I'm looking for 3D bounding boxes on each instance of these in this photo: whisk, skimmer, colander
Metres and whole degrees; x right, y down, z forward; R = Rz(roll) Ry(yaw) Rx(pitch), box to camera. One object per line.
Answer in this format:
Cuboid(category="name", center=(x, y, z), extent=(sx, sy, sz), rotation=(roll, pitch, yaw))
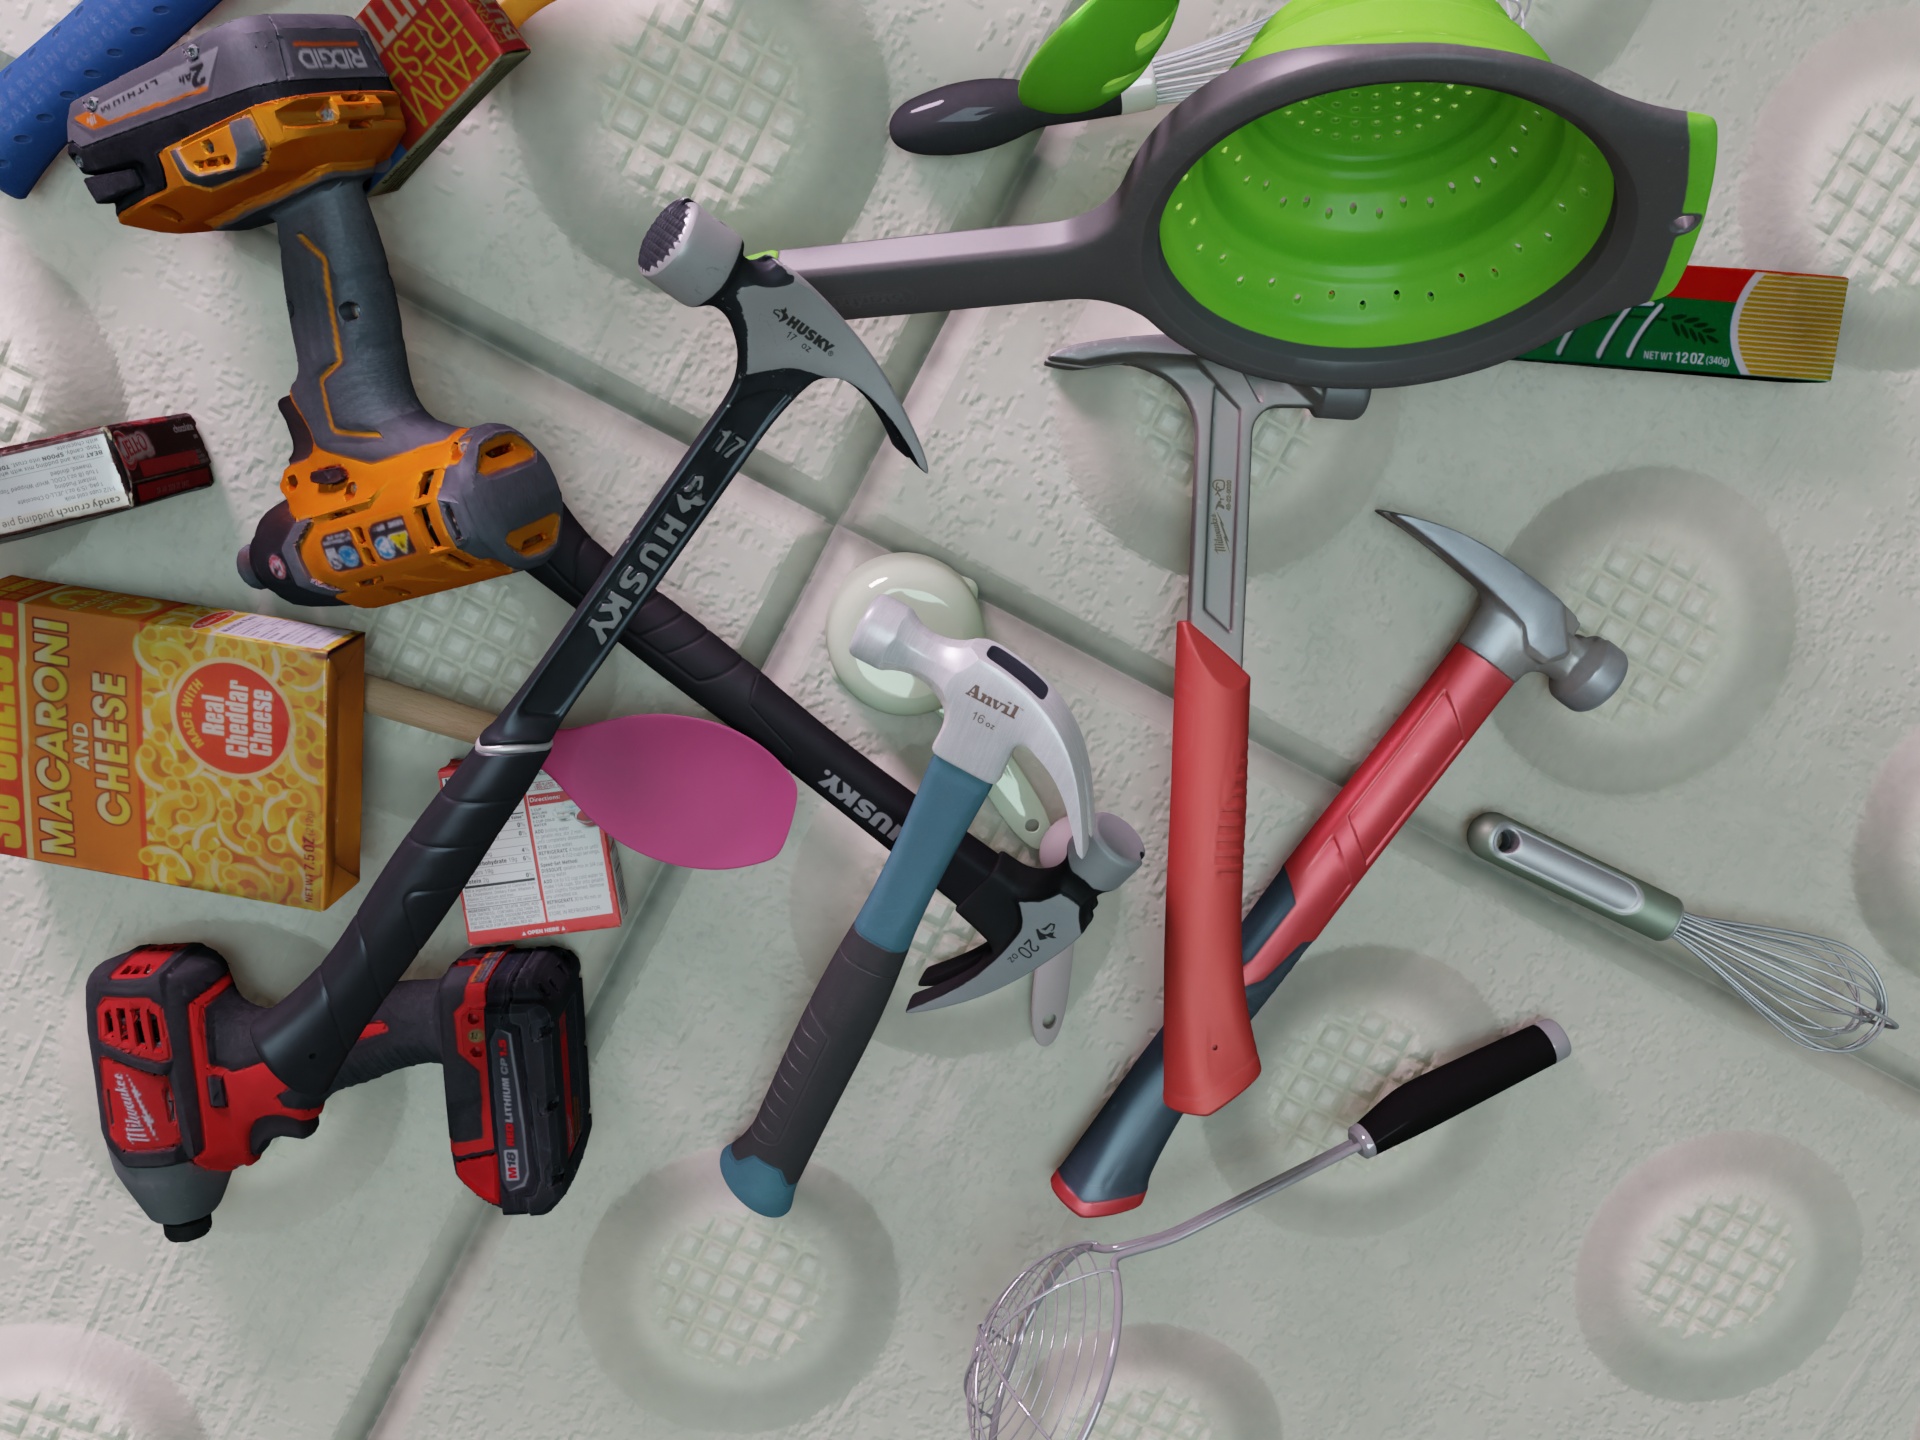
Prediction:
Cuboid(category="whisk", center=(0.109, -0.285, 0.701), extent=(0.284, 0.070, 0.070), rotation=(-10, 103, 2))
Cuboid(category="skimmer", center=(0.162, 0.266, 0.807), extent=(0.363, 0.127, 0.090), rotation=(-24, 96, -9))
Cuboid(category="colander", center=(0.087, -0.223, 0.653), extent=(0.397, 0.204, 0.095), rotation=(-1, 69, 15))
Cuboid(category="whisk", center=(0.368, 0.105, 0.812), extent=(0.246, 0.059, 0.058), rotation=(25, 87, -5))

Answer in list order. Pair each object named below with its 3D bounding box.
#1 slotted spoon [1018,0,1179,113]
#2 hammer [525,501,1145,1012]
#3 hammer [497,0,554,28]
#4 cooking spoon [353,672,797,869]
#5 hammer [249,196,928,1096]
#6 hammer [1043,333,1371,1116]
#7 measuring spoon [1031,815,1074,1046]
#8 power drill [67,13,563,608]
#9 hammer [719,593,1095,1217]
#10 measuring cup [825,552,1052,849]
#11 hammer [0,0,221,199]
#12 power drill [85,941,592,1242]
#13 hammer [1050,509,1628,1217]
Cuboid(category="slotted spoon", center=(0.116, -0.329, 0.622), extent=(0.031, 0.070, 0.314), rotation=(38, 63, -5))
Cuboid(category="hammer", center=(-0.087, 0.006, 0.739), extent=(0.334, 0.035, 0.146), rotation=(38, 122, -5))
Cuboid(category="hammer", center=(-0.067, -0.356, 0.652), extent=(0.337, 0.034, 0.127), rotation=(-16, 87, 8))
Cuboid(category="cooking spoon", center=(-0.229, 0.000, 0.726), extent=(0.319, 0.017, 0.069), rotation=(17, 97, 0))
Cuboid(category="hammer", center=(-0.171, -0.005, 0.665), extent=(0.149, 0.036, 0.409), rotation=(29, 102, -39))
Cuboid(category="hammer", center=(0.108, 0.003, 0.742), extent=(0.149, 0.037, 0.359), rotation=(2, 94, -2))
Cuboid(category="measuring spoon", center=(0.053, 0.108, 0.794), extent=(0.034, 0.018, 0.124), rotation=(0, 105, -26))
Cuboid(category="power drill", center=(-0.276, -0.156, 0.668), extent=(0.164, 0.084, 0.226), rotation=(-10, 107, 26))
Cuboid(category="hammer", center=(-0.042, 0.108, 0.732), extent=(0.128, 0.033, 0.331), rotation=(27, 118, 3))
Cuboid(category="measuring cup", center=(-0.001, -0.002, 0.757), extent=(0.083, 0.038, 0.167), rotation=(-33, 102, 3))
Cuboid(category="hammer", center=(-0.260, -0.369, 0.656), extent=(0.405, 0.035, 0.144), rotation=(-39, 103, 4))
Cuboid(category="power drill", center=(-0.294, 0.177, 0.754), extent=(0.219, 0.078, 0.143), rotation=(-1, 101, -2))
Cuboid(category="hammer", center=(0.156, 0.083, 0.792), extent=(0.143, 0.038, 0.386), rotation=(35, 97, -10))
